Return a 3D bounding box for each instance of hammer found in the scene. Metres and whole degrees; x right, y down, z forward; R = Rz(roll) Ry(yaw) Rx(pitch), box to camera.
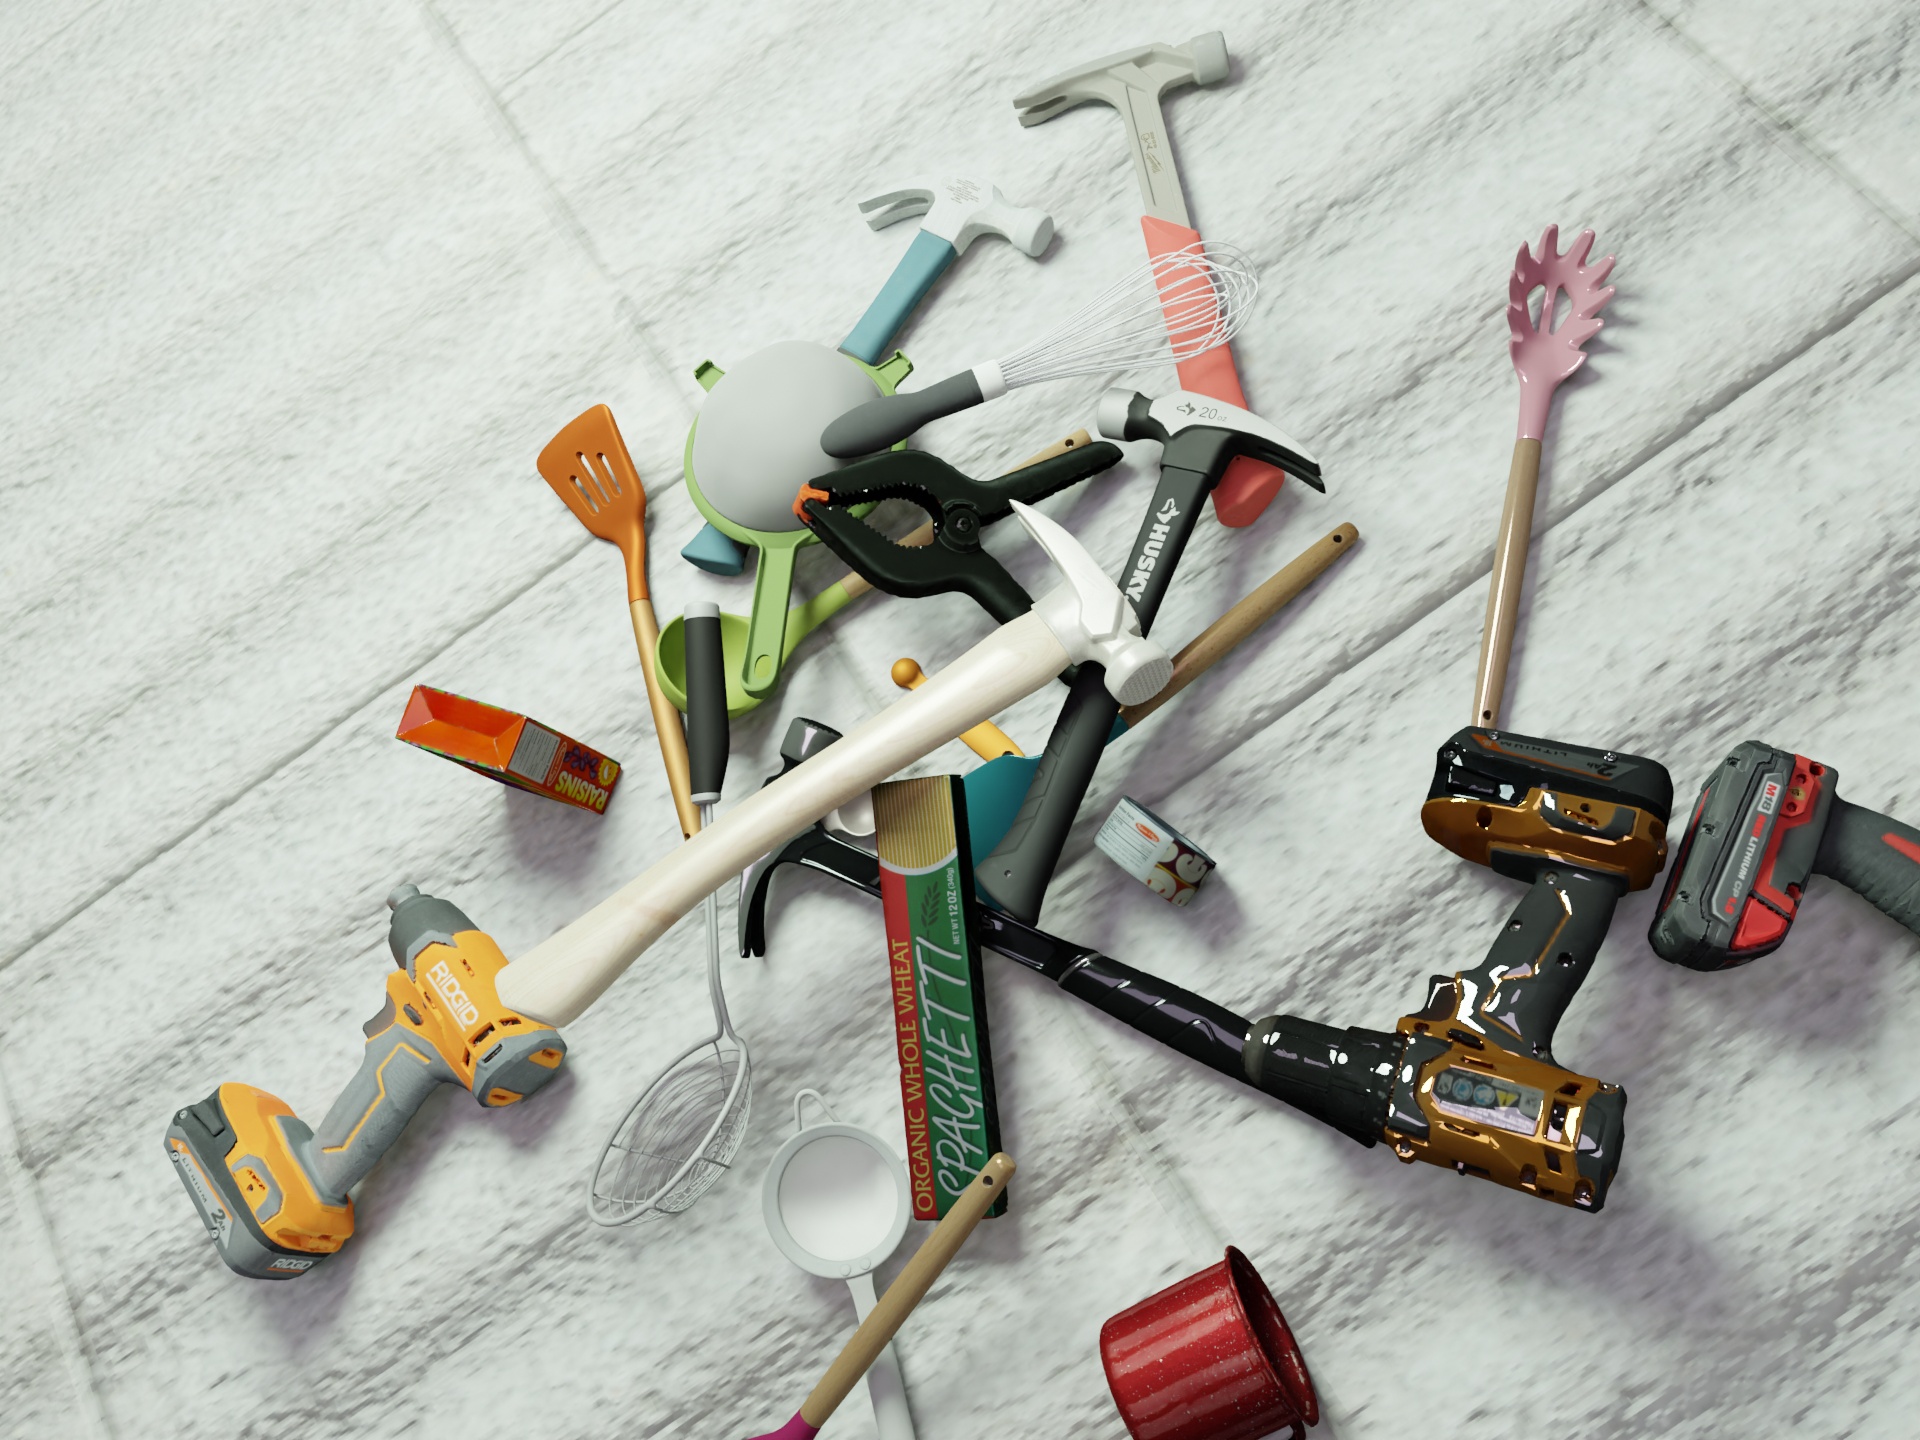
[{"bbox_3d":[-0.088,0.033,0.899,0.410,0.038,0.146,-34,58,-1],"label":"hammer"},{"bbox_3d":[0.135,-0.288,1.037,0.149,0.036,0.359,-14,69,12],"label":"hammer"},{"bbox_3d":[0.094,-0.039,0.918,0.146,0.035,0.335,17,75,26],"label":"hammer"},{"bbox_3d":[0.048,0.140,0.915,0.409,0.036,0.149,23,92,19],"label":"hammer"},{"bbox_3d":[-0.079,-0.236,1.084,0.128,0.033,0.331,32,84,22],"label":"hammer"}]

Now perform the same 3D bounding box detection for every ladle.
[{"bbox_3d":[-0.054,-0.101,1.022,0.320,0.062,0.078,-32,76,1],"label":"ladle"}]

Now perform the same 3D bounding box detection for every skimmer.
[{"bbox_3d":[-0.174,0.106,0.940,0.127,0.090,0.363,-15,76,54],"label":"skimmer"}]

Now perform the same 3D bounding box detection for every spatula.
[{"bbox_3d":[-0.216,-0.057,1.062,0.081,0.041,0.323,-30,66,31],"label":"spatula"},{"bbox_3d":[0.116,-0.015,0.959,0.317,0.044,0.082,-39,73,-4],"label":"spatula"}]

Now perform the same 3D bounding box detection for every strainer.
[{"bbox_3d":[-0.118,-0.141,0.995,0.151,0.069,0.257,0,66,11],"label":"strainer"},{"bbox_3d":[-0.051,0.334,0.885,0.087,0.050,0.259,-17,74,7],"label":"strainer"}]

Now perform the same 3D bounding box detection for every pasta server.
[{"bbox_3d":[0.330,-0.140,0.930,0.060,0.040,0.316,12,77,8],"label":"pasta server"}]

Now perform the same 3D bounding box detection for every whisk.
[{"bbox_3d":[0.047,-0.219,0.965,0.284,0.070,0.070,-21,68,0],"label":"whisk"}]

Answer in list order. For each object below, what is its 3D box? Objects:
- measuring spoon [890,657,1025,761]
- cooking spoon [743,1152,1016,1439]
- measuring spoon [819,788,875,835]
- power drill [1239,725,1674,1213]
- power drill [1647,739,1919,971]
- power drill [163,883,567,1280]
[{"bbox_3d":[-0.002,-0.003,0.996,0.117,0.011,0.021,40,87,23],"label":"measuring spoon"},{"bbox_3d":[-0.067,0.357,0.859,0.069,0.017,0.319,39,100,21],"label":"cooking spoon"},{"bbox_3d":[-0.099,0.070,1.002,0.124,0.018,0.034,-20,77,16],"label":"measuring spoon"},{"bbox_3d":[0.260,0.119,0.823,0.185,0.084,0.226,12,67,26],"label":"power drill"},{"bbox_3d":[0.468,0.123,0.784,0.227,0.080,0.188,21,80,18],"label":"power drill"},{"bbox_3d":[-0.377,0.219,0.999,0.226,0.084,0.164,-41,65,-4],"label":"power drill"}]
